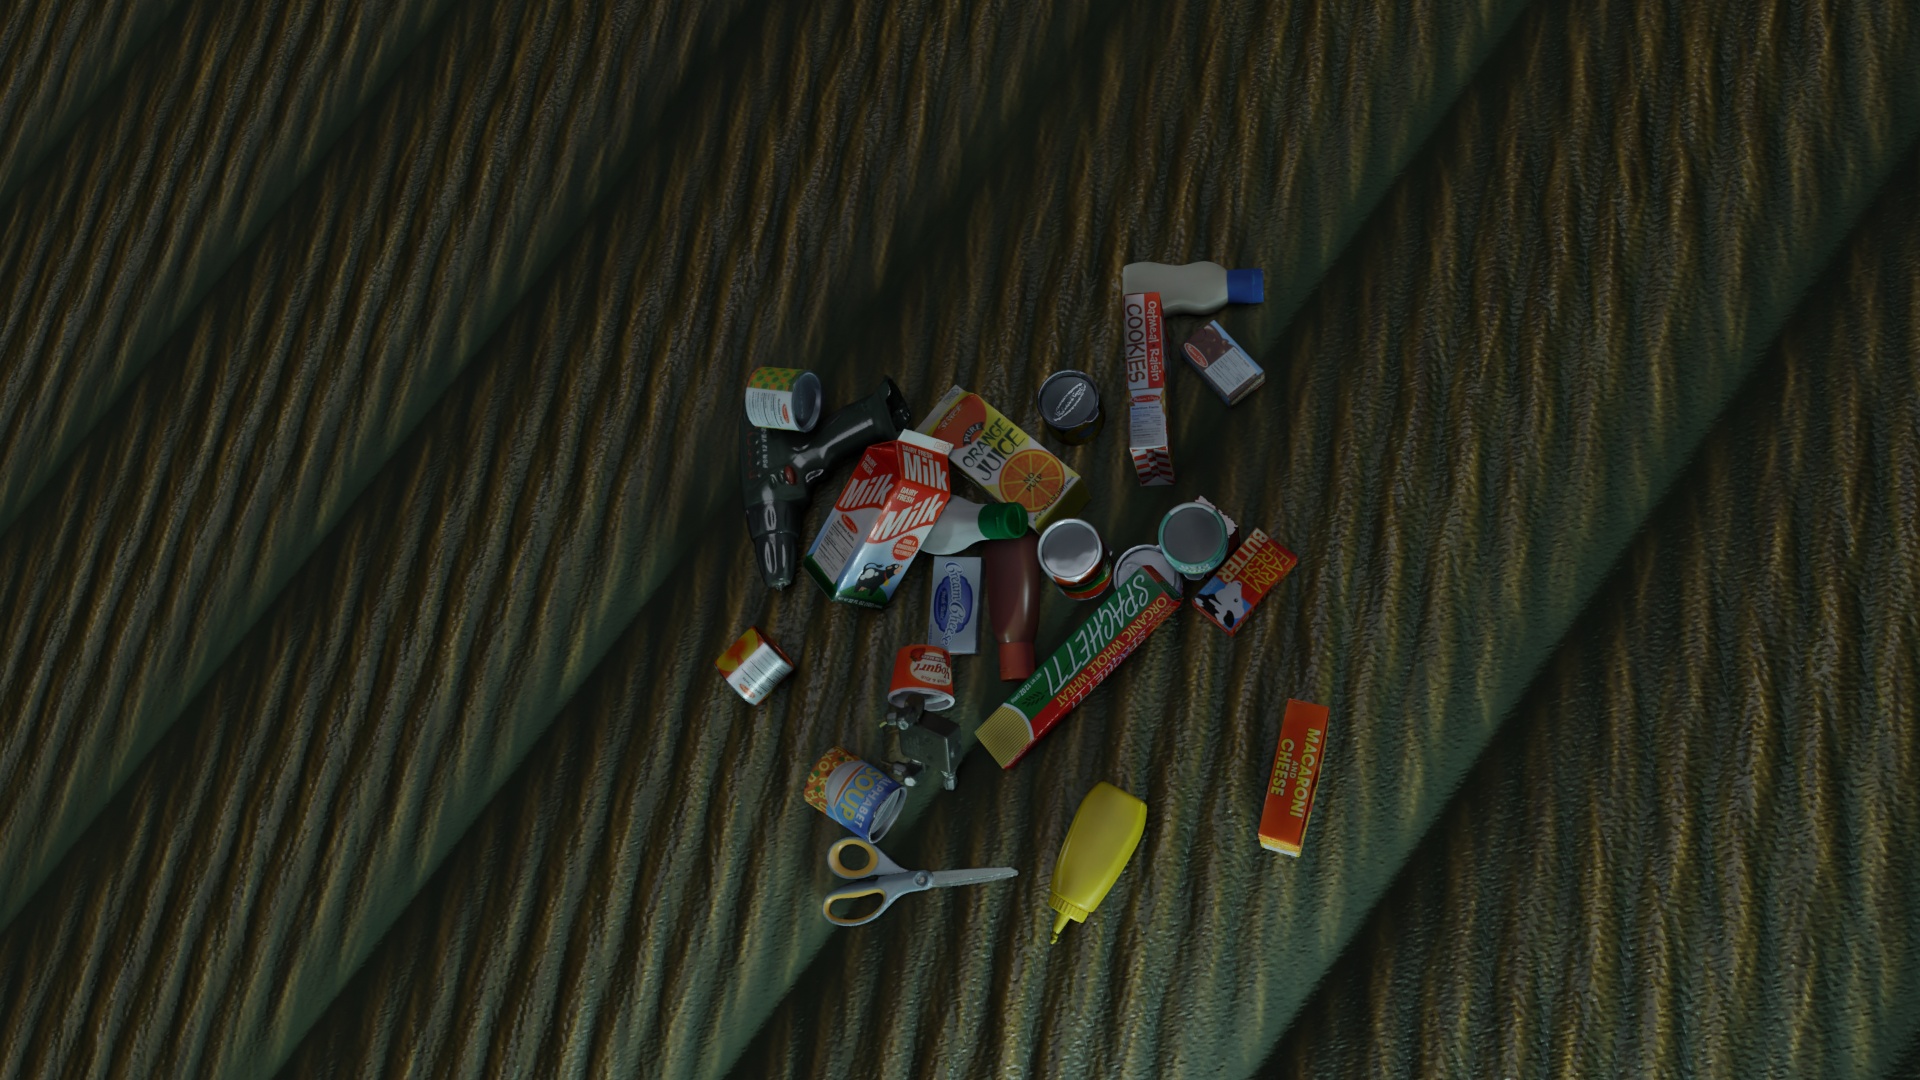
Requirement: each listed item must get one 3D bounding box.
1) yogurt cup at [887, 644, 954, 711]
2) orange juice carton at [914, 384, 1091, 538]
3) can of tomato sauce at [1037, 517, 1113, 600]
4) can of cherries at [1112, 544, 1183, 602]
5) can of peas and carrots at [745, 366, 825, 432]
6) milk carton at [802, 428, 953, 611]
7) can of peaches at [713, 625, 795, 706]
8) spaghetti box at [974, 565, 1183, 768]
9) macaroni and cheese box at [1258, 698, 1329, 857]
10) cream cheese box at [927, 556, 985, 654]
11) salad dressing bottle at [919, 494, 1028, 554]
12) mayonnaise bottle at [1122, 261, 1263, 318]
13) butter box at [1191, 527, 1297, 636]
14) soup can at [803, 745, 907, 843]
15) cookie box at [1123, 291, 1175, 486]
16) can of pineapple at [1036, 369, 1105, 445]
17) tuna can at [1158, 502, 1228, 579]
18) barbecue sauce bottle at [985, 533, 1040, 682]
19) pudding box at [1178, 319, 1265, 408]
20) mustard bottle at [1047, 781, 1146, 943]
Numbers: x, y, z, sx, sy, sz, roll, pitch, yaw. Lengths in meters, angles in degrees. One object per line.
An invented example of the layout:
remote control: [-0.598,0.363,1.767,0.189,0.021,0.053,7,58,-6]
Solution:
yogurt cup: [-0.039,0.140,1.425,0.072,0.072,0.054,-3,65,13]
orange juice carton: [0.040,-0.086,1.468,0.193,0.073,0.072,40,87,21]
can of tomato sauce: [0.119,0.018,1.412,0.071,0.083,0.071,-4,73,13]
can of cherries: [0.192,0.042,1.400,0.071,0.058,0.071,-4,72,14]
can of peas and carrots: [-0.186,-0.151,1.477,0.059,0.071,0.071,7,76,22]
milk carton: [-0.078,-0.027,1.436,0.073,0.072,0.190,46,112,43]
can of peaches: [-0.218,0.131,1.470,0.058,0.071,0.071,-44,69,-1]
spaghetti box: [0.115,0.126,1.372,0.249,0.029,0.050,-47,69,15]
macaroni and cheese box: [0.304,0.218,1.261,0.040,0.166,0.124,12,77,16]
cream cheese box: [-0.004,0.068,1.458,0.053,0.024,0.104,0,74,12]
salad dressing bottle: [0.005,-0.018,1.435,0.147,0.044,0.064,-2,94,46]
mayonnaise bottle: [0.249,-0.269,1.491,0.148,0.041,0.065,-1,75,12]
butter box: [0.286,0.041,1.395,0.053,0.024,0.103,41,86,22]
soup can: [-0.107,0.255,1.401,0.084,0.071,0.071,28,82,20]
cookie box: [0.193,-0.154,1.424,0.040,0.122,0.168,-4,73,12]
can of pineapple: [0.119,-0.139,1.473,0.071,0.057,0.071,-4,73,13]
tuna can: [0.224,0.000,1.335,0.071,0.032,0.071,-3,75,12]
barbecue sauce bottle: [0.056,0.070,1.427,0.064,0.044,0.149,-18,71,52]
pudding box: [0.276,-0.186,1.464,0.049,0.030,0.084,-39,69,1]
mustard bottle: [0.122,0.314,1.340,0.065,0.048,0.160,26,82,20]
